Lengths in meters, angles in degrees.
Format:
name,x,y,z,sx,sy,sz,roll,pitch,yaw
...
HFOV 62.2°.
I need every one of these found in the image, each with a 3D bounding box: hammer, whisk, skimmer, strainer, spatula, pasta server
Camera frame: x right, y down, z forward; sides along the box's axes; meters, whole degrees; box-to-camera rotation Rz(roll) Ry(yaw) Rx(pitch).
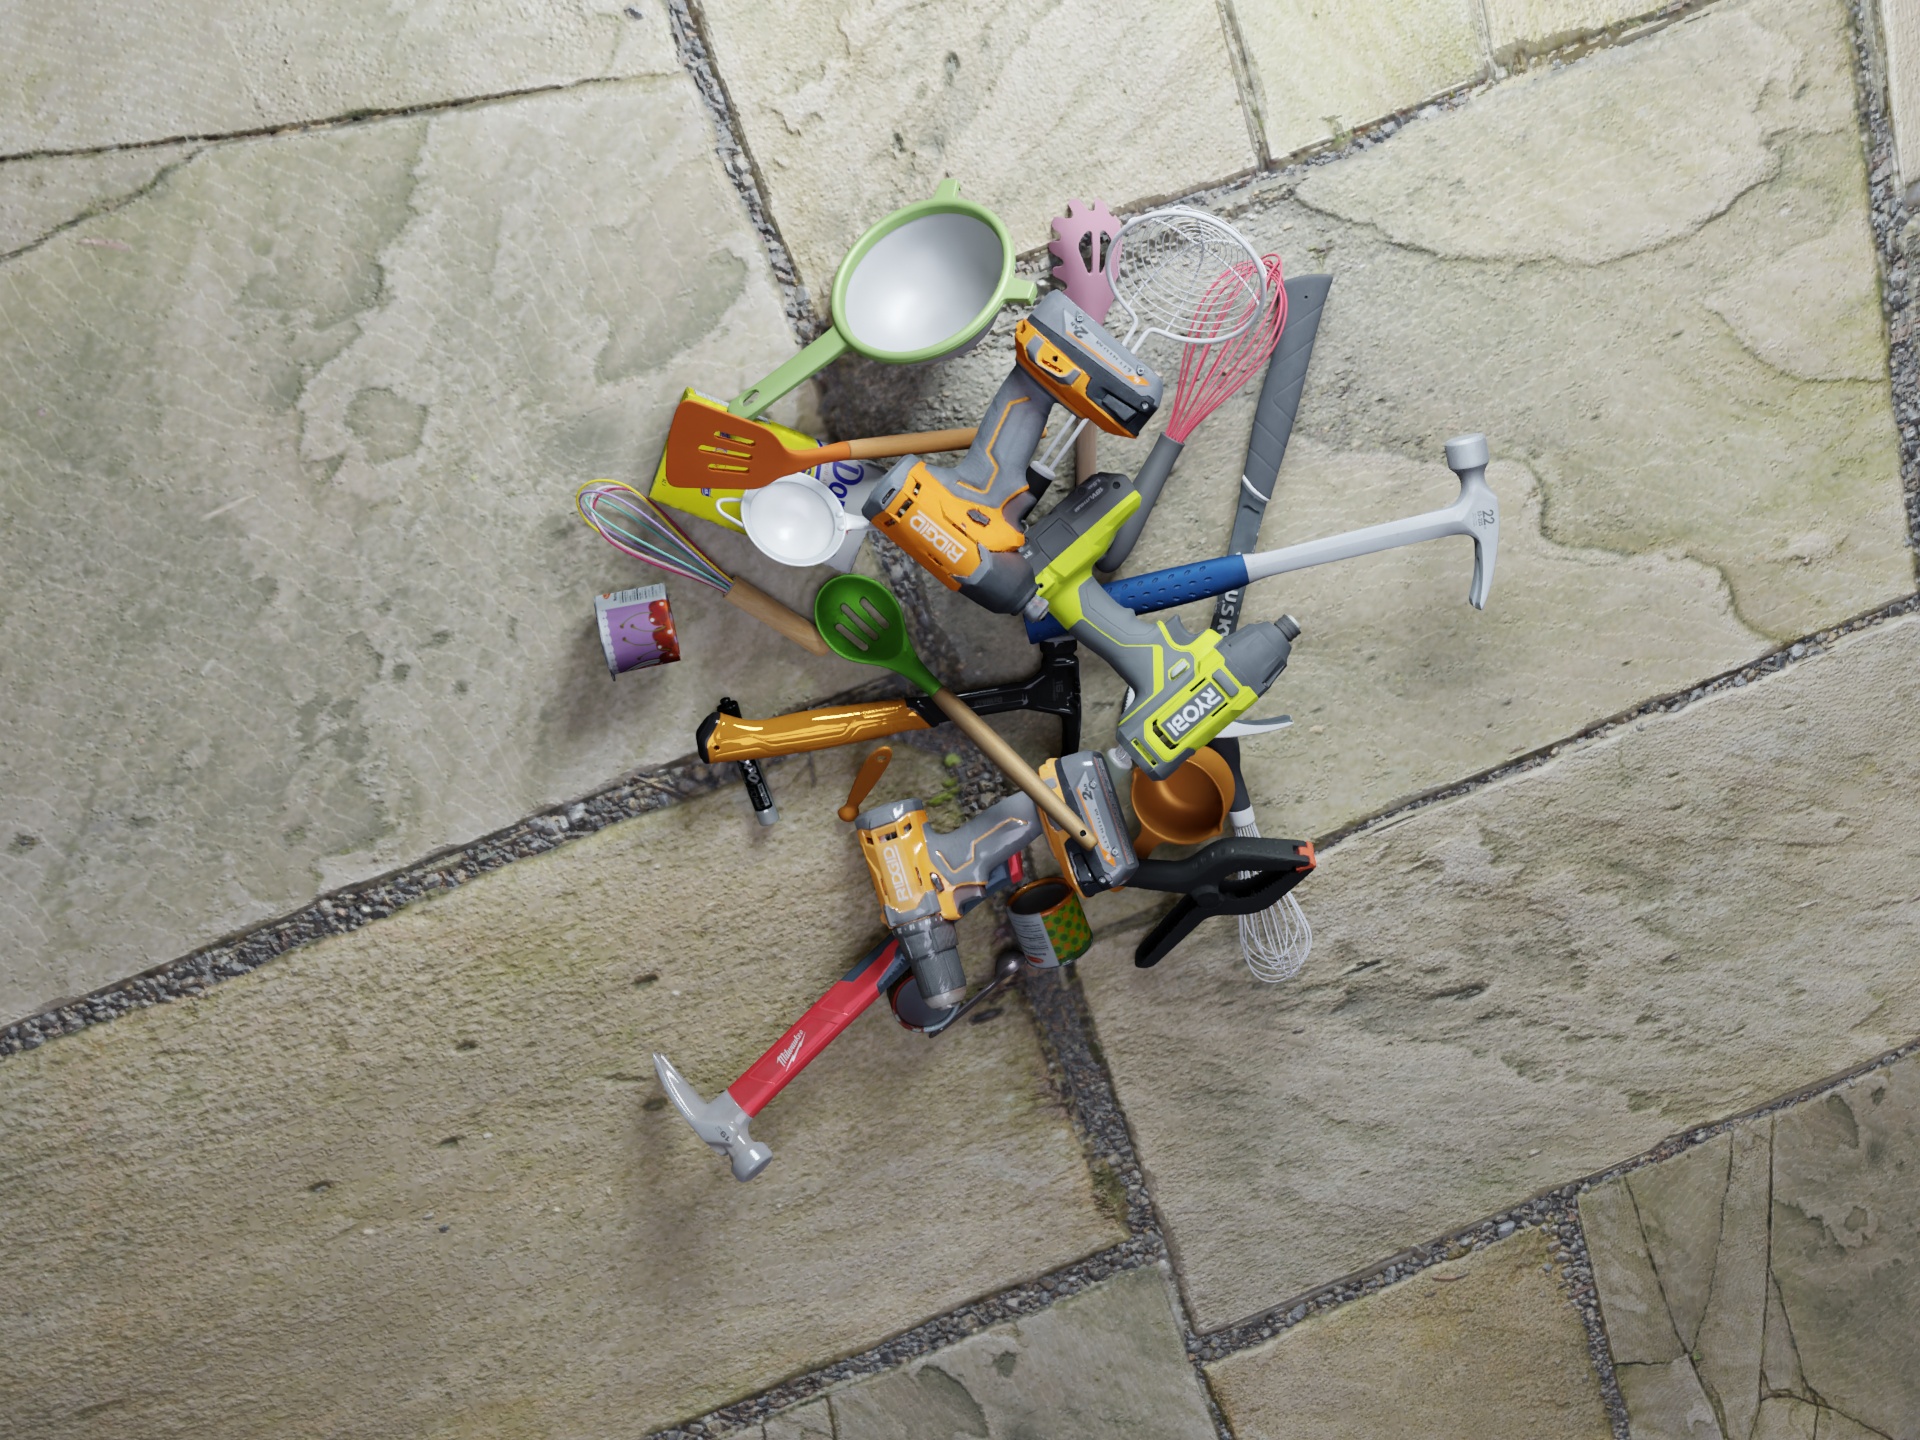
name,x,y,z,sx,sy,sz,roll,pitch,yaw
hammer,-0.100,0.230,1.437,0.386,0.038,0.143,-44,73,-2
whisk,0.144,0.027,1.395,0.057,0.059,0.246,-11,143,-50
skimmer,0.101,-0.241,1.267,0.127,0.090,0.363,31,111,-13
whisk,0.187,-0.253,1.327,0.073,0.073,0.295,22,110,-17
strainer,-0.064,-0.297,1.243,0.256,0.152,0.069,-34,149,6
whisk,-0.206,-0.123,1.306,0.244,0.051,0.047,32,95,-22
whisk,0.267,0.117,1.476,0.070,0.070,0.284,-19,107,-4
spatula,-0.072,-0.222,1.259,0.322,0.041,0.081,-11,141,-29
strainer,-0.069,-0.155,1.272,0.258,0.050,0.087,0,67,-15
hammer,0.255,-0.178,1.368,0.149,0.036,0.409,12,104,2
pasta server,0.104,-0.268,1.325,0.060,0.040,0.316,-4,114,-10
hammer,-0.057,0.004,1.371,0.337,0.034,0.127,-8,110,-12
hammer,0.253,-0.124,1.343,0.405,0.035,0.144,-13,102,4

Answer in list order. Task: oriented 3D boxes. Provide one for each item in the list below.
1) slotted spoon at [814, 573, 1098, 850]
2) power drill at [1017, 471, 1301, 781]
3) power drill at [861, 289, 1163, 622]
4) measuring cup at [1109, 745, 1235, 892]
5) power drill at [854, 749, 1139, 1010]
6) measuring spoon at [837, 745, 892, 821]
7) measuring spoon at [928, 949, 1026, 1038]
name,x,y,z,sx,sy,sz,roll,pitch,yaw
slotted spoon,-0.002,-0.004,1.323,0.314,0.031,0.070,44,82,9
power drill,0.151,-0.086,1.291,0.171,0.080,0.223,-41,88,5
power drill,0.054,-0.193,1.212,0.164,0.084,0.226,40,105,-2
measuring cup,0.185,0.090,1.454,0.095,0.052,0.173,36,128,7
power drill,0.035,0.136,1.368,0.226,0.084,0.185,-19,83,14
measuring spoon,-0.082,0.057,1.374,0.021,0.011,0.116,7,144,-21
measuring spoon,0.012,0.255,1.493,0.124,0.034,0.018,-43,68,11
